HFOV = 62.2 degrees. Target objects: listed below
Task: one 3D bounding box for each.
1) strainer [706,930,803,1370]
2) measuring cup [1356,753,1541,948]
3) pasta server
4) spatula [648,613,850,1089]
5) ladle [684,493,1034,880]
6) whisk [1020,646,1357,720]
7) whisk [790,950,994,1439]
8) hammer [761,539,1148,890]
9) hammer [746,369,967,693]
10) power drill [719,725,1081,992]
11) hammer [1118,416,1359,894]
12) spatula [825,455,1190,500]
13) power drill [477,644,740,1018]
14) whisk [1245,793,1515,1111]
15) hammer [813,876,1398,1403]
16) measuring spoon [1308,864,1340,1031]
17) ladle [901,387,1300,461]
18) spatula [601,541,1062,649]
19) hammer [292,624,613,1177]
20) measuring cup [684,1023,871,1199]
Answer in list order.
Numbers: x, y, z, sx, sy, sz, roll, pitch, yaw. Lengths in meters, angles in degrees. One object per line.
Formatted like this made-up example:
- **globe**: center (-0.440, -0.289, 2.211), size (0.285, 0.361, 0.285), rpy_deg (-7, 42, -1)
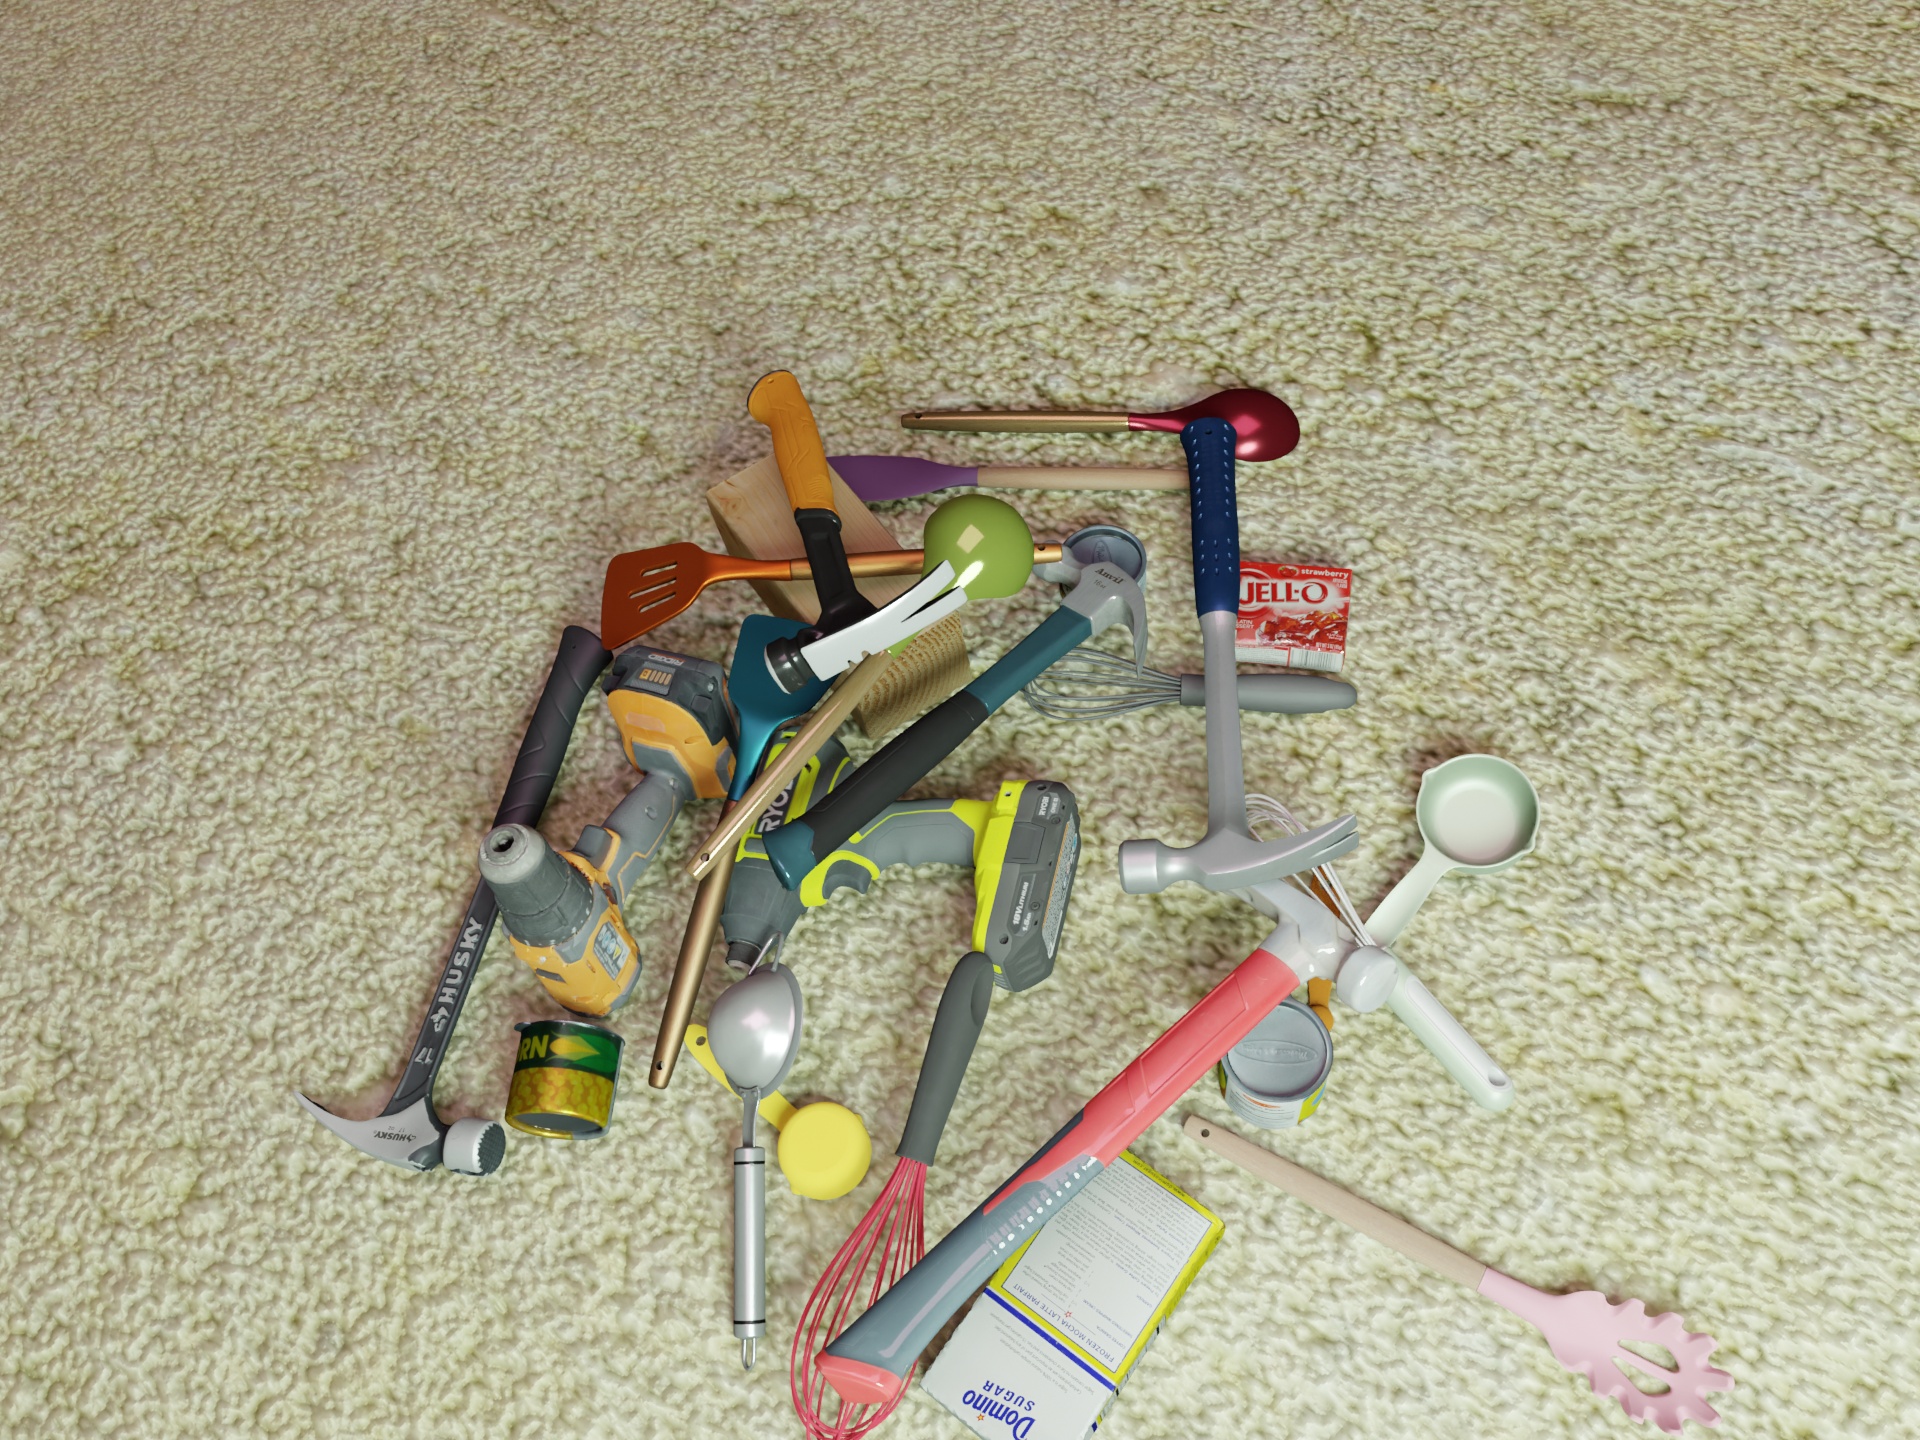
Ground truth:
- **strainer**: center (-0.128, 0.255, 0.960), size (0.087, 0.050, 0.259), rpy_deg (-19, 67, 46)
- **measuring cup**: center (0.306, 0.097, 1.028), size (0.083, 0.038, 0.167), rpy_deg (38, 88, 25)
- **pasta server**: center (0.270, 0.303, 0.904), size (0.316, 0.040, 0.060), rpy_deg (24, 76, 21)
- **spatula**: center (-0.147, 0.080, 1.027), size (0.082, 0.044, 0.317), rpy_deg (14, 79, 7)
- **ladle**: center (-0.066, -0.022, 1.025), size (0.078, 0.062, 0.320), rpy_deg (40, 79, 3)
- **whisk**: center (0.156, -0.023, 1.109), size (0.239, 0.055, 0.055), rpy_deg (3, 60, 5)
- **whisk**: center (-0.033, 0.275, 0.924), size (0.073, 0.073, 0.296), rpy_deg (14, 72, 15)
- **hammer**: center (-0.002, -0.003, 1.048), size (0.331, 0.033, 0.128), rpy_deg (-40, 50, -24)
- **hammer**: center (-0.094, -0.152, 1.078), size (0.127, 0.034, 0.337), rpy_deg (-27, 41, 5)
- **power drill**: center (-0.044, 0.099, 1.048), size (0.223, 0.080, 0.171), rpy_deg (7, 61, 16)
- **hammer**: center (0.181, -0.061, 1.078), size (0.144, 0.035, 0.406), rpy_deg (-5, 50, 13)
- **spatula**: center (0.039, -0.188, 1.236), size (0.316, 0.018, 0.060), rpy_deg (2, 45, 9)
- **power drill**: center (-0.226, 0.059, 1.033), size (0.084, 0.185, 0.226), rpy_deg (13, 59, 18)
- **whisk**: center (0.252, 0.142, 0.989), size (0.058, 0.059, 0.246), rpy_deg (-24, 64, -38)
- **hammer**: center (0.066, 0.228, 0.904), size (0.386, 0.038, 0.143), rpy_deg (-38, 41, -17)
- **measuring spoon**: center (0.231, 0.144, 1.017), size (0.021, 0.011, 0.117), rpy_deg (5, 60, 10)
- **ladle**: center (0.107, -0.236, 1.253), size (0.315, 0.031, 0.069), rpy_deg (2, 62, 11)
- **spatula**: center (-0.091, -0.101, 1.097), size (0.322, 0.041, 0.081), rpy_deg (-4, 59, 0)
- **hammer**: center (-0.324, 0.106, 1.099), size (0.149, 0.036, 0.409), rpy_deg (2, 58, 17)
- **measuring cup**: center (-0.122, 0.237, 0.999), size (0.157, 0.029, 0.062), rpy_deg (35, 70, 23)
